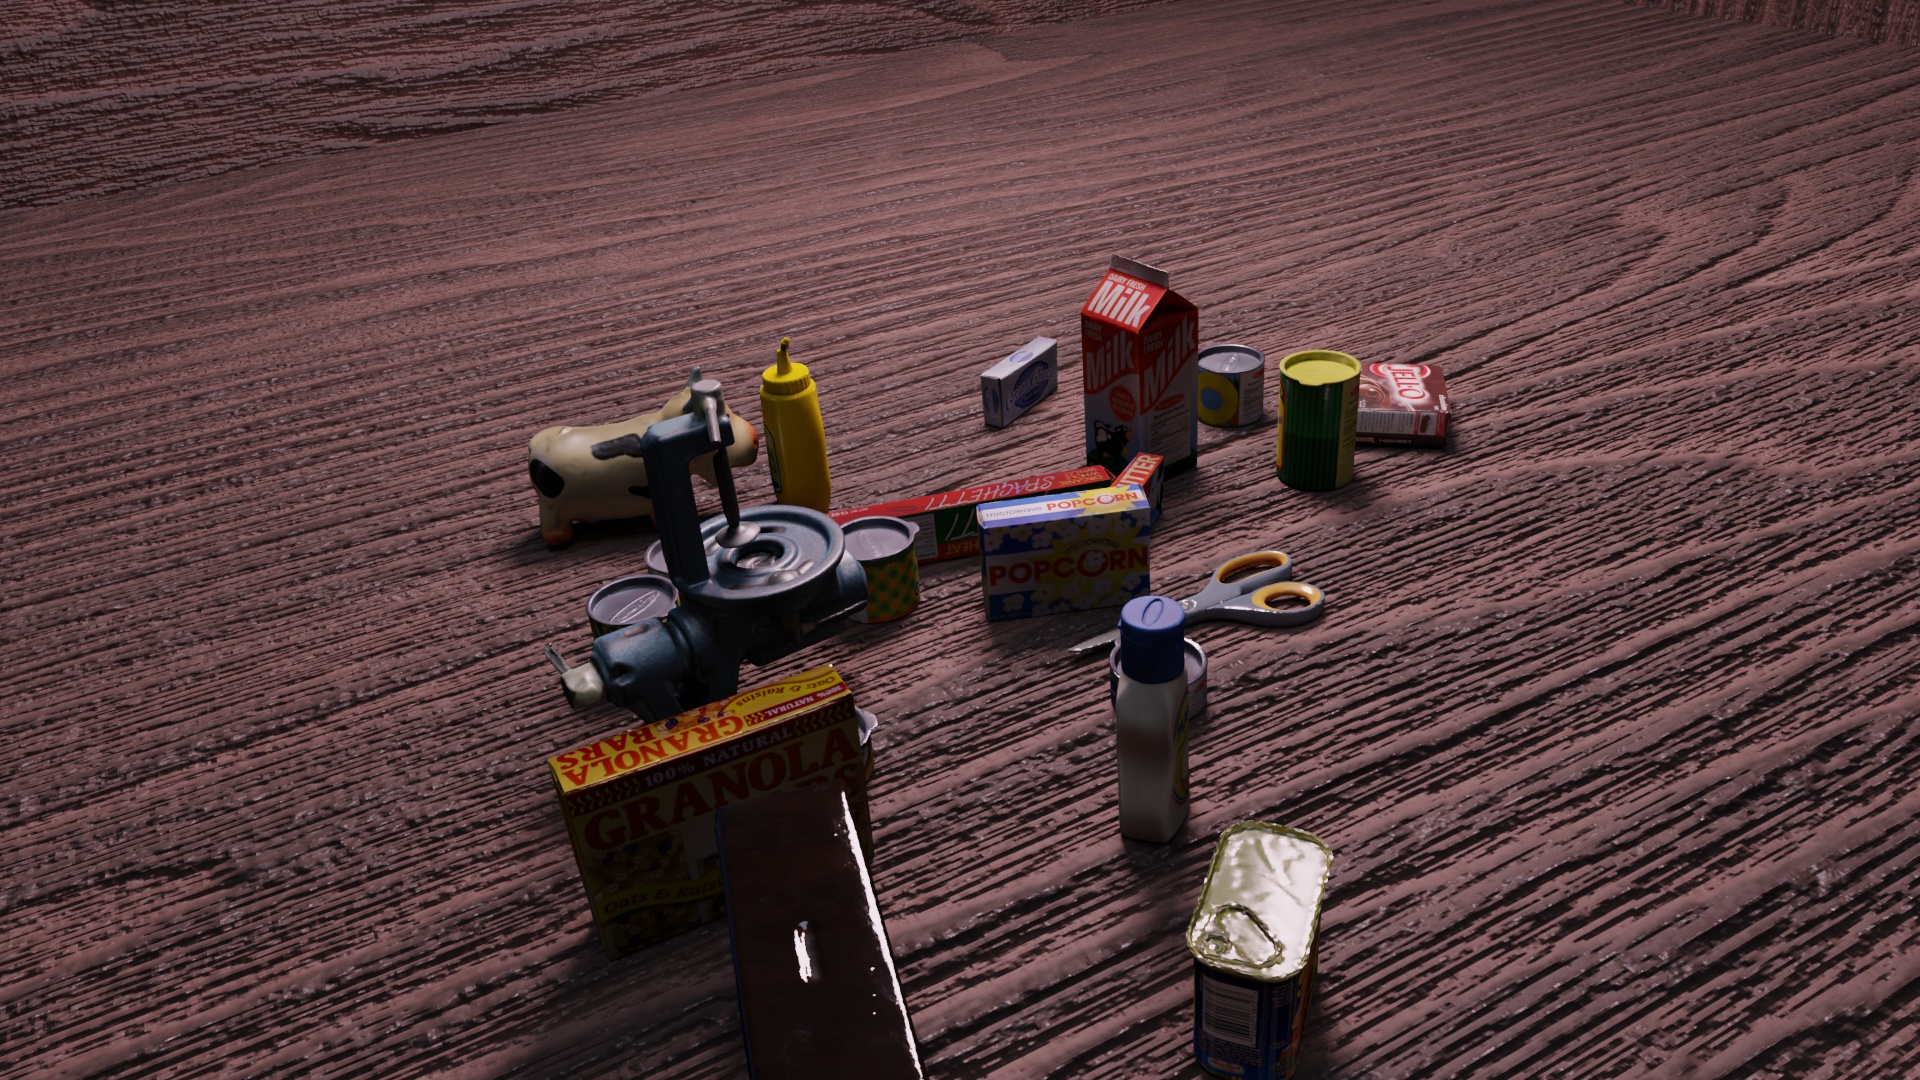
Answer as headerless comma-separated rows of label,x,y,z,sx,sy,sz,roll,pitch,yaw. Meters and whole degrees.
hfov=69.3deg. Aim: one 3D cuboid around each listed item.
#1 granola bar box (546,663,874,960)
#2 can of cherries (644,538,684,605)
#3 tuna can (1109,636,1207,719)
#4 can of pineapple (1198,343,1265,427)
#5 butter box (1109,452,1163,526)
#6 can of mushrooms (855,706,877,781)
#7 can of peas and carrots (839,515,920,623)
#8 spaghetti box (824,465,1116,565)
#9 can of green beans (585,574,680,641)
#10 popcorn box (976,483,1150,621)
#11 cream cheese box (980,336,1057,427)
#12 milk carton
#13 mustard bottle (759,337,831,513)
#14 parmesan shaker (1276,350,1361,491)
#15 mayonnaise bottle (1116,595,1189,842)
granola bar box,-0.135,0.153,0.788,0.166,0.123,0.039,-18,33,-21
can of cherries,-0.203,0.033,1.064,0.071,0.058,0.072,-3,31,2
tuna can,0.132,0.093,0.942,0.071,0.032,0.071,-3,31,2
can of pineapple,0.250,-0.146,1.303,0.071,0.057,0.071,-3,31,2
butter box,0.136,-0.025,1.119,0.024,0.052,0.104,11,34,25
can of mushrooms,-0.087,0.136,0.899,0.071,0.033,0.071,-3,31,2
can of peas and carrots,-0.063,0.021,1.064,0.071,0.058,0.071,-3,31,2
spaghetti box,0.004,-0.014,1.122,0.250,0.050,0.029,-11,31,-10
can of green beans,-0.234,0.066,1.012,0.071,0.057,0.071,-3,31,2
popcorn box,0.078,0.009,1.038,0.127,0.084,0.038,-7,31,-5
cream cheese box,0.059,-0.154,1.347,0.024,0.053,0.104,17,37,32
milk carton,0.154,-0.147,1.188,0.074,0.189,0.072,-25,36,-30
mustard bottle,-0.142,-0.098,1.176,0.049,0.159,0.065,-14,32,-15
parmesan shaker,0.300,-0.100,1.173,0.071,0.102,0.071,-4,30,2
mayonnaise bottle,0.113,0.103,0.814,0.041,0.147,0.065,7,32,19
